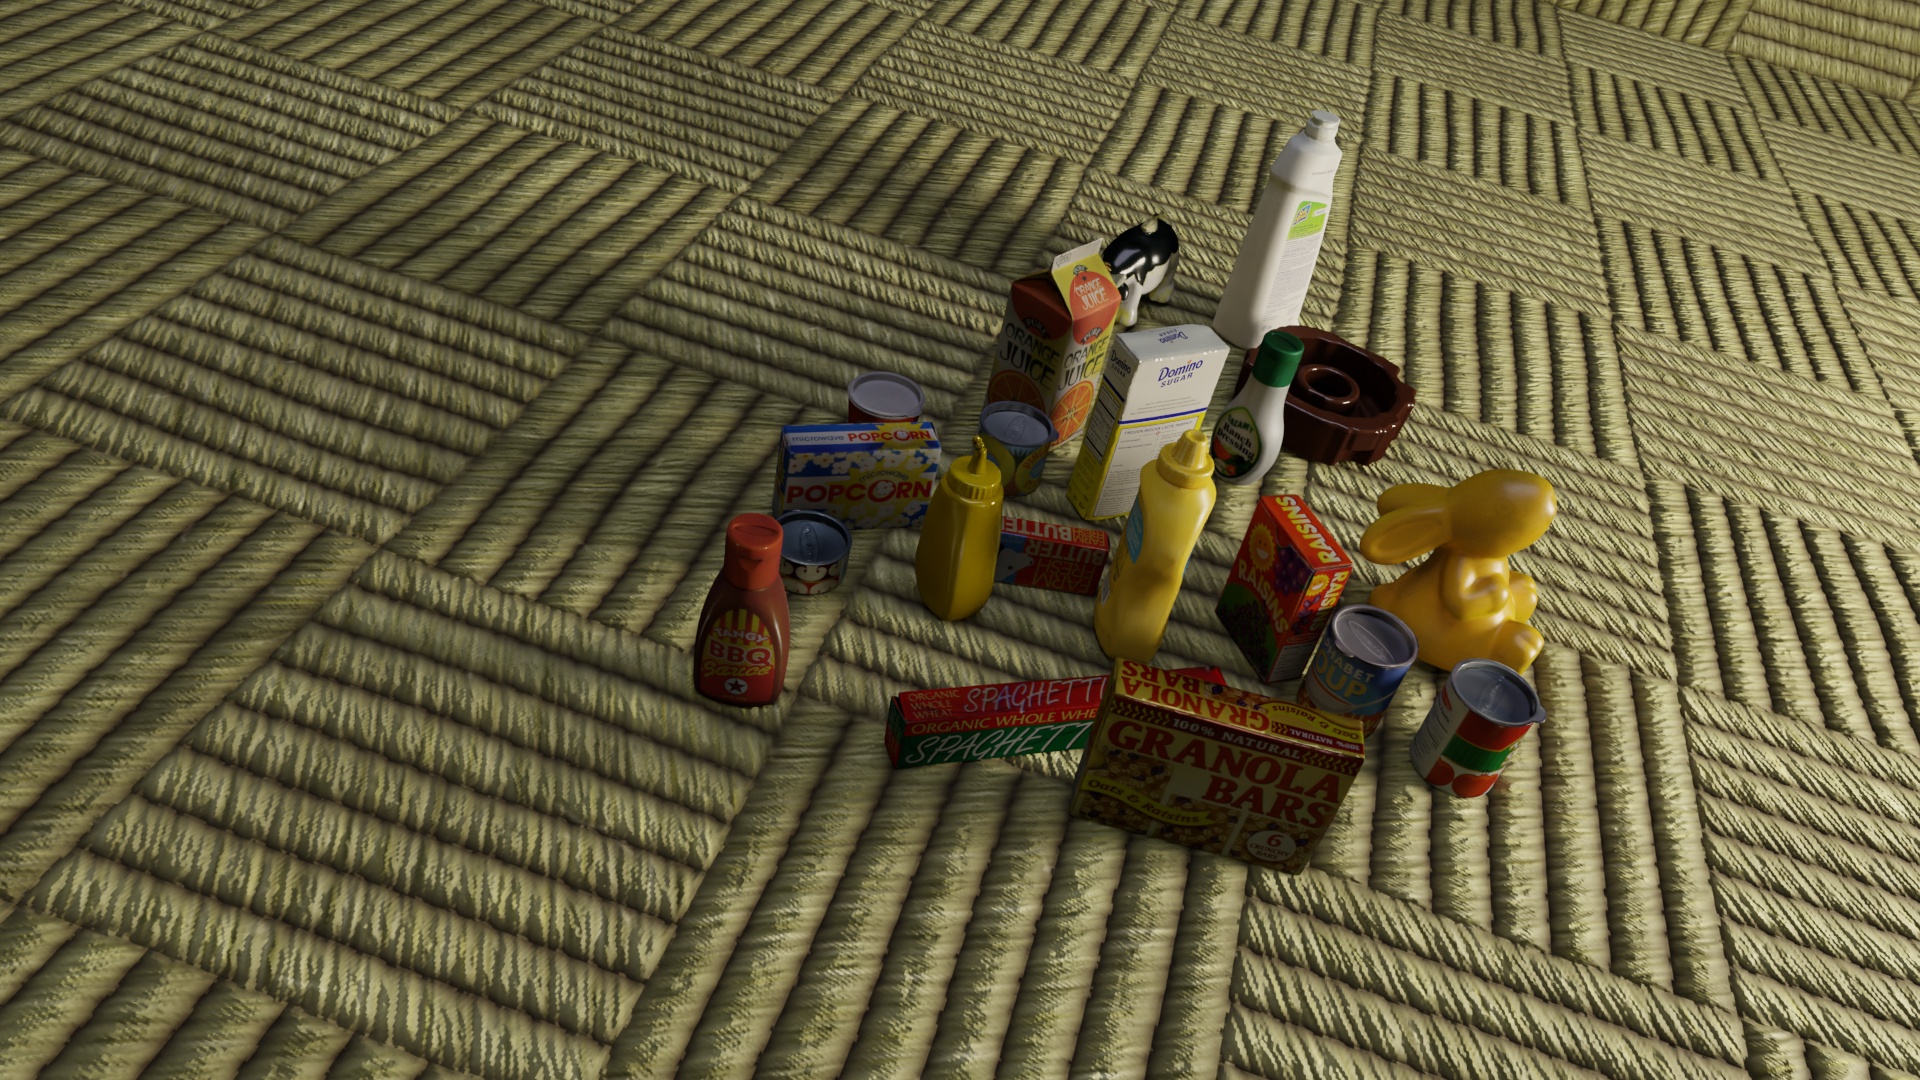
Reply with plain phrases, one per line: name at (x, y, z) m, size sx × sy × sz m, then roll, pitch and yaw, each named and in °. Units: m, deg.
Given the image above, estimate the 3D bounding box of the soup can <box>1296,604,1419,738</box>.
soup can at (0.297, 0.101, 1.051) m, size 0.071 × 0.083 × 0.072 m, roll 8°, pitch 40°, yaw -6°

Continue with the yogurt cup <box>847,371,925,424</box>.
yogurt cup at (-0.068, -0.109, 1.221) m, size 0.072 × 0.053 × 0.073 m, roll 8°, pitch 40°, yaw -6°

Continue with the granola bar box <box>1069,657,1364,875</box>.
granola bar box at (0.167, 0.152, 0.922) m, size 0.166 × 0.123 × 0.039 m, roll 14°, pitch 39°, yaw 1°

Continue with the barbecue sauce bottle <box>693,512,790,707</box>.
barbecue sauce bottle at (-0.145, 0.048, 0.940) m, size 0.065 × 0.147 × 0.044 m, roll 10°, pitch 39°, yaw -4°

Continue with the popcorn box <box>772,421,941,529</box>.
popcorn box at (-0.085, -0.052, 1.124) m, size 0.127 × 0.084 × 0.038 m, roll -3°, pitch 42°, yaw -19°

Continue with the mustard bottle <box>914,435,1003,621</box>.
mustard bottle at (0.004, -0.013, 1.045) m, size 0.049 × 0.159 × 0.065 m, roll -13°, pitch 46°, yaw -28°

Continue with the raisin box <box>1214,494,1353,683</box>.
raisin box at (0.249, 0.037, 1.082) m, size 0.040 × 0.122 × 0.086 m, roll -5°, pitch 43°, yaw -21°

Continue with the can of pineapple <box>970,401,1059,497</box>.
can of pineapple at (0.045, -0.079, 1.215) m, size 0.071 × 0.057 × 0.071 m, roll 8°, pitch 40°, yaw -6°

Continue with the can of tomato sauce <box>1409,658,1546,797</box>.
can of tomato sauce at (0.381, 0.140, 1.029) m, size 0.071 × 0.082 × 0.071 m, roll 8°, pitch 40°, yaw -6°

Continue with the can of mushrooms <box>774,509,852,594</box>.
can of mushrooms at (-0.122, 0.009, 1.083) m, size 0.071 × 0.033 × 0.071 m, roll 8°, pitch 40°, yaw -6°

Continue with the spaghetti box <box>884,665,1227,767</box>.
spaghetti box at (0.070, 0.124, 0.987) m, size 0.250 × 0.049 × 0.029 m, roll -3°, pitch 42°, yaw -19°

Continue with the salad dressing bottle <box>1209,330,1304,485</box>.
salad dressing bottle at (0.269, -0.119, 1.254) m, size 0.044 × 0.146 × 0.064 m, roll -22°, pitch 51°, yaw -35°

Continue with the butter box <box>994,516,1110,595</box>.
butter box at (0.064, 0.012, 1.116) m, size 0.103 × 0.052 × 0.024 m, roll 9°, pitch 40°, yaw -6°

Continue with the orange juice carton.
orange juice carton at (0.083, -0.177, 1.236) m, size 0.073 × 0.191 × 0.072 m, roll 37°, pitch 45°, yaw 26°
